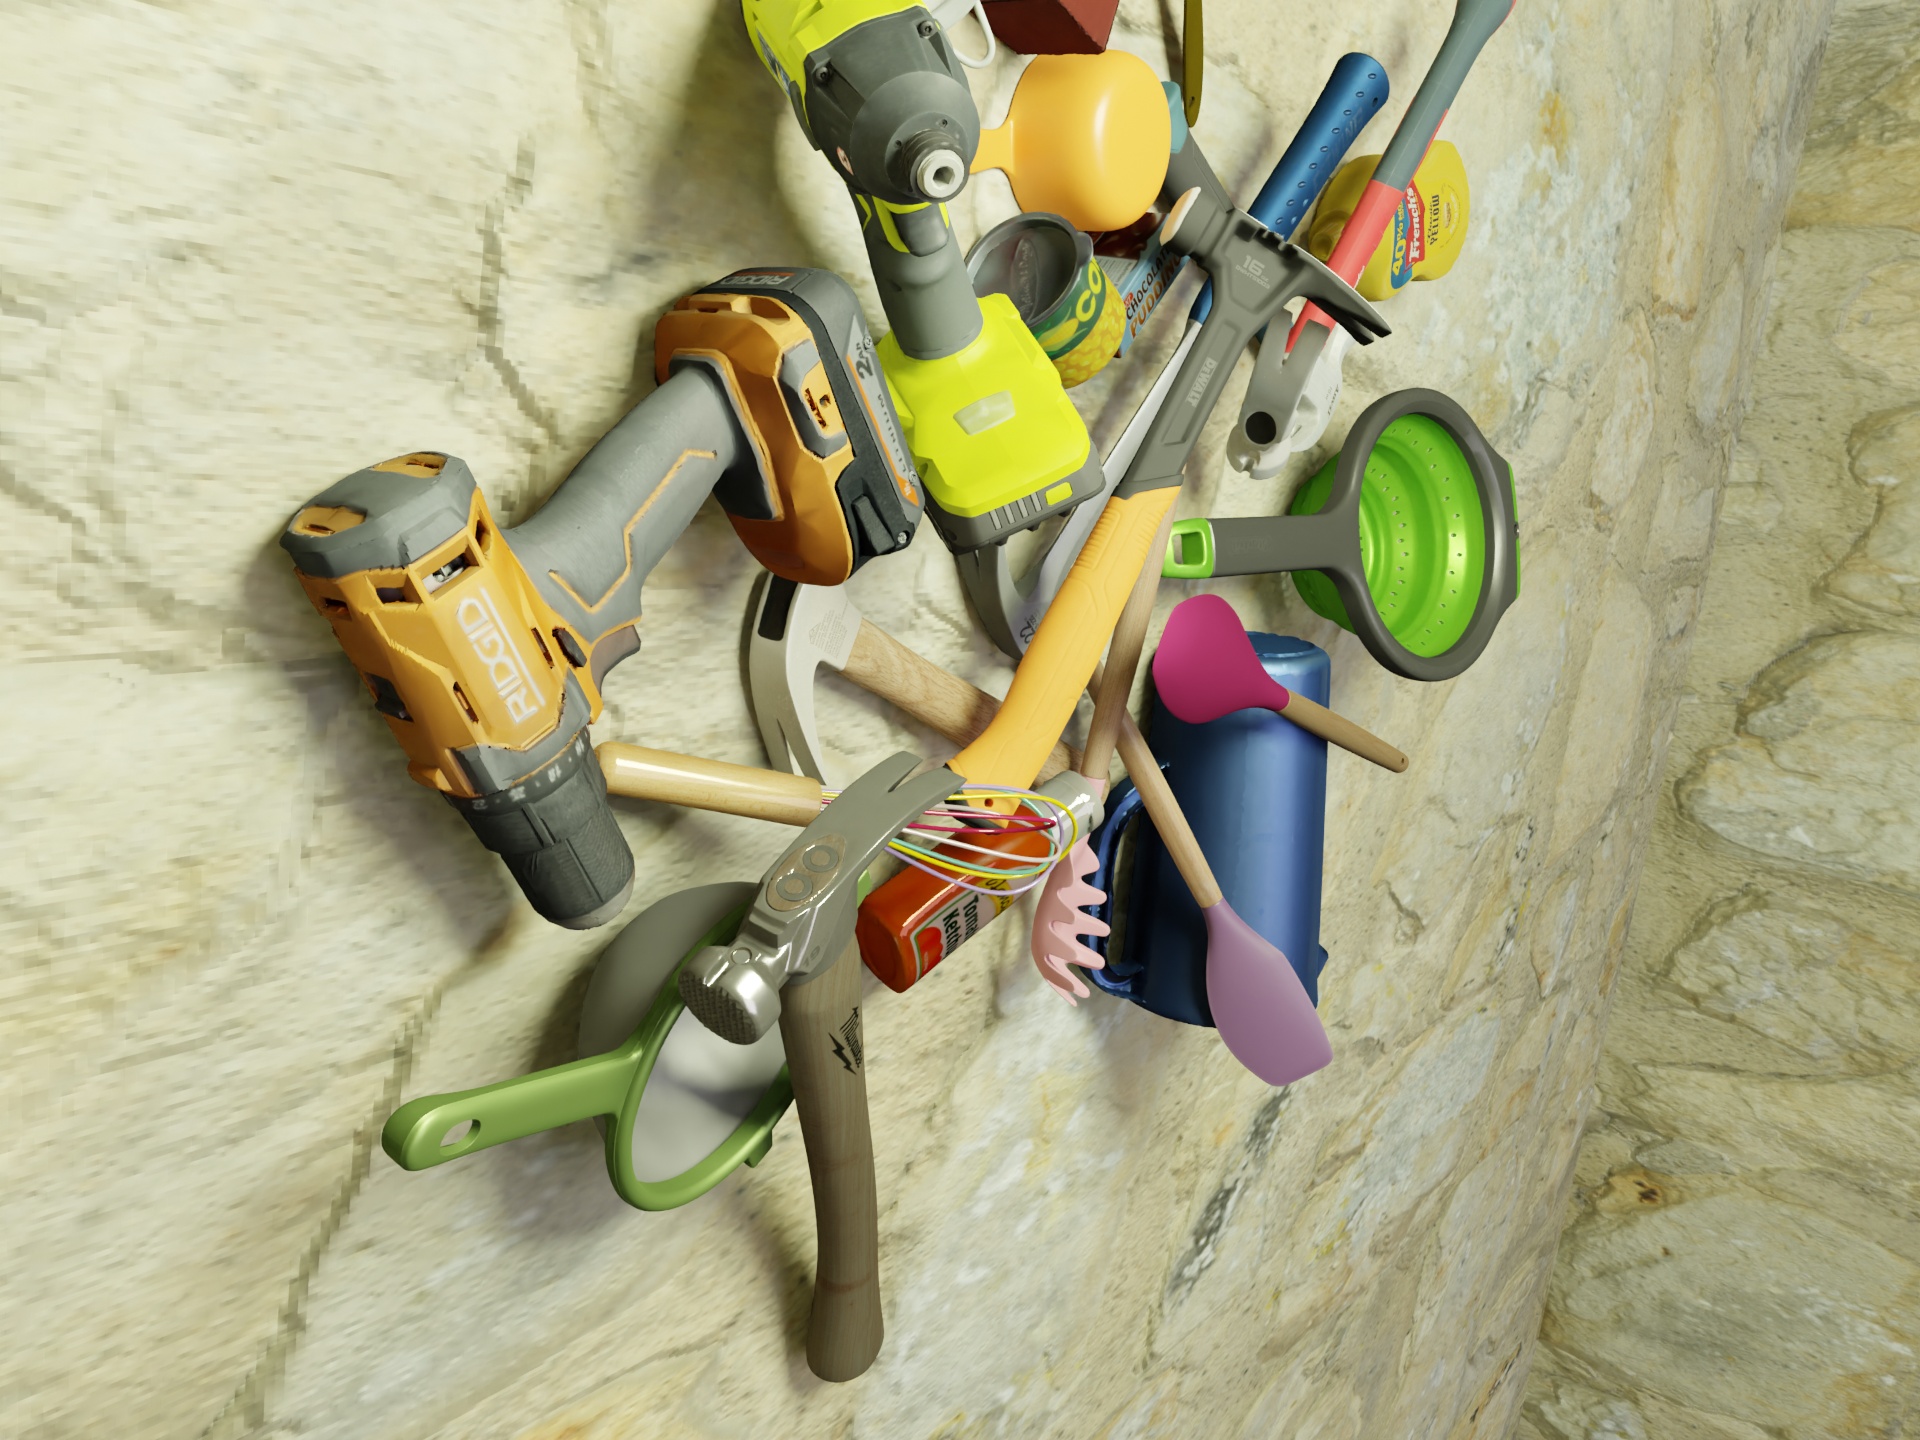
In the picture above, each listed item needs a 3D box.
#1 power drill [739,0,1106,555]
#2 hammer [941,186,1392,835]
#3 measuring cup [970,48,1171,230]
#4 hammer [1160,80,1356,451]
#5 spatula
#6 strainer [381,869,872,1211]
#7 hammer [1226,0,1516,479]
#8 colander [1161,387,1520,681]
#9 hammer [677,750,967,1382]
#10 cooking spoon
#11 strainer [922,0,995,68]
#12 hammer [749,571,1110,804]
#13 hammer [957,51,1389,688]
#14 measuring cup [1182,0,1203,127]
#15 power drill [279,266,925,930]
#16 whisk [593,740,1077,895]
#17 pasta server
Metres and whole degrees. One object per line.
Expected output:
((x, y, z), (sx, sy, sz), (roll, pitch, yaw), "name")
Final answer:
((-0.012, -0.180, 0.631), (0.080, 0.171, 0.223), (-25, 138, -1), "power drill")
((0.090, -0.092, 0.801), (0.127, 0.034, 0.337), (29, 86, -12), "hammer")
((0.045, -0.276, 0.766), (0.173, 0.052, 0.095), (-31, 127, -49), "measuring cup")
((0.174, -0.274, 0.976), (0.330, 0.033, 0.128), (35, 72, -55), "hammer")
((0.138, 0.089, 0.959), (0.315, 0.060, 0.018), (62, 7, -12), "spatula")
((-0.139, 0.124, 0.625), (0.256, 0.069, 0.151), (0, 113, -63), "strainer")
((0.262, -0.332, 0.966), (0.386, 0.038, 0.143), (-61, 170, -20), "hammer")
((0.240, -0.120, 1.085), (0.397, 0.094, 0.204), (-8, 95, -41), "colander")
((-0.051, 0.194, 0.746), (0.146, 0.038, 0.410), (-47, 152, -37), "hammer")
((0.198, -0.007, 0.933), (0.318, 0.017, 0.069), (20, 89, -51), "cooking spoon")
((-0.065, -0.342, 0.593), (0.087, 0.050, 0.258), (-34, 144, 19), "strainer")
((-0.001, -0.003, 0.828), (0.331, 0.031, 0.130), (31, 76, -56), "hammer")
((0.127, -0.210, 0.885), (0.405, 0.035, 0.143), (-58, 143, -11), "hammer")
((0.113, -0.391, 0.857), (0.062, 0.029, 0.156), (-56, 154, -26), "measuring cup")
((-0.114, -0.047, 0.595), (0.226, 0.084, 0.185), (-43, 130, -33), "power drill")
((-0.046, 0.036, 0.703), (0.244, 0.047, 0.051), (13, 62, -34), "whisk")
((0.088, 0.008, 0.895), (0.060, 0.040, 0.316), (-15, 121, -66), "pasta server")
